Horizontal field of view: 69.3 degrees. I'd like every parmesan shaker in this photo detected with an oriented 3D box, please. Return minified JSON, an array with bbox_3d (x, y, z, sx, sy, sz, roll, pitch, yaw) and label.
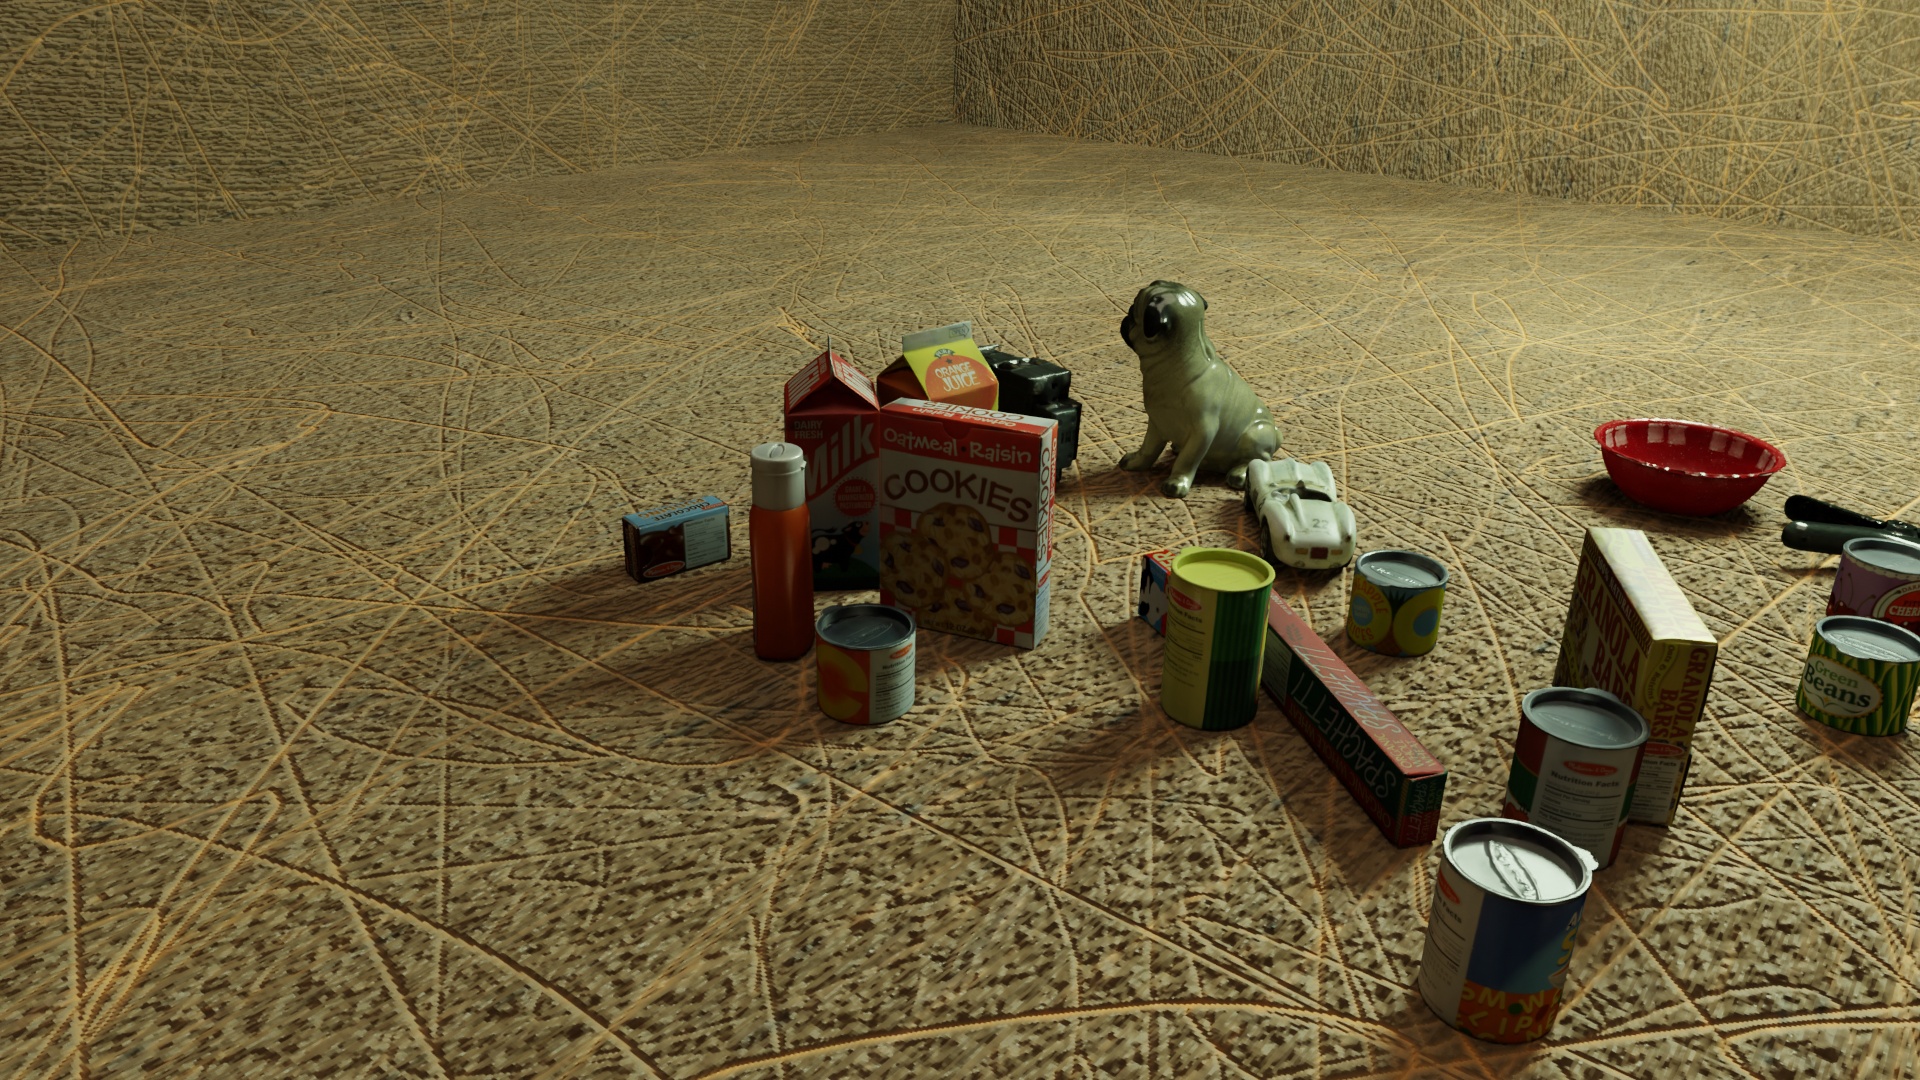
[{"bbox_3d":[0.167,0.064,0.918,0.071,0.102,0.071,1,23,0],"label":"parmesan shaker"}]

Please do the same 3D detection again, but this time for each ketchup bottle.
[{"bbox_3d":[-0.126,0.006,0.978,0.043,0.148,0.065,2,23,2],"label":"ketchup bottle"}]

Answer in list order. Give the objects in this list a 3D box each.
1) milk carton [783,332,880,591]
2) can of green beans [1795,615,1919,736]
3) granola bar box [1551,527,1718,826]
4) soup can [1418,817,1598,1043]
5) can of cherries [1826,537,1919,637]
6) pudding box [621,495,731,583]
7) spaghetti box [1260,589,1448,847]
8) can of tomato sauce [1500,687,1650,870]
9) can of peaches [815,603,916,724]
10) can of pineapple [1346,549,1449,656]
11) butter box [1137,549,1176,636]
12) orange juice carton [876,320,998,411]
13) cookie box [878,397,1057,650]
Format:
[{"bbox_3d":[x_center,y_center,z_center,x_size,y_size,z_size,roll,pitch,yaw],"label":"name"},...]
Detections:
[{"bbox_3d":[-0.100,-0.060,1.079,0.073,0.189,0.072,-2,24,-8],"label":"milk carton"},{"bbox_3d":[0.606,0.091,0.935,0.071,0.057,0.071,1,24,0],"label":"can of green beans"},{"bbox_3d":[0.417,0.080,0.868,0.039,0.123,0.166,5,24,9],"label":"granola bar box"},{"bbox_3d":[0.263,0.187,0.668,0.071,0.083,0.071,1,24,0],"label":"soup can"},{"bbox_3d":[0.705,0.038,1.058,0.071,0.058,0.072,1,24,0],"label":"can of cherries"},{"bbox_3d":[-0.227,-0.002,1.114,0.084,0.049,0.030,-17,30,-36],"label":"pudding box"},{"bbox_3d":[0.235,0.104,0.896,0.029,0.050,0.251,-4,24,-12],"label":"spaghetti box"},{"bbox_3d":[0.348,0.135,0.791,0.071,0.082,0.071,1,24,0],"label":"can of tomato sauce"},{"bbox_3d":[-0.064,0.081,0.924,0.071,0.057,0.071,1,24,0],"label":"can of peaches"},{"bbox_3d":[0.319,0.046,1.022,0.071,0.057,0.071,1,24,0],"label":"can of pineapple"},{"bbox_3d":[0.165,0.051,1.009,0.024,0.053,0.104,-9,26,-21],"label":"butter box"},{"bbox_3d":[-0.020,-0.078,1.121,0.072,0.191,0.073,-17,29,-36],"label":"orange juice carton"},{"bbox_3d":[0.004,-0.013,1.004,0.123,0.166,0.040,10,25,19],"label":"cookie box"}]
